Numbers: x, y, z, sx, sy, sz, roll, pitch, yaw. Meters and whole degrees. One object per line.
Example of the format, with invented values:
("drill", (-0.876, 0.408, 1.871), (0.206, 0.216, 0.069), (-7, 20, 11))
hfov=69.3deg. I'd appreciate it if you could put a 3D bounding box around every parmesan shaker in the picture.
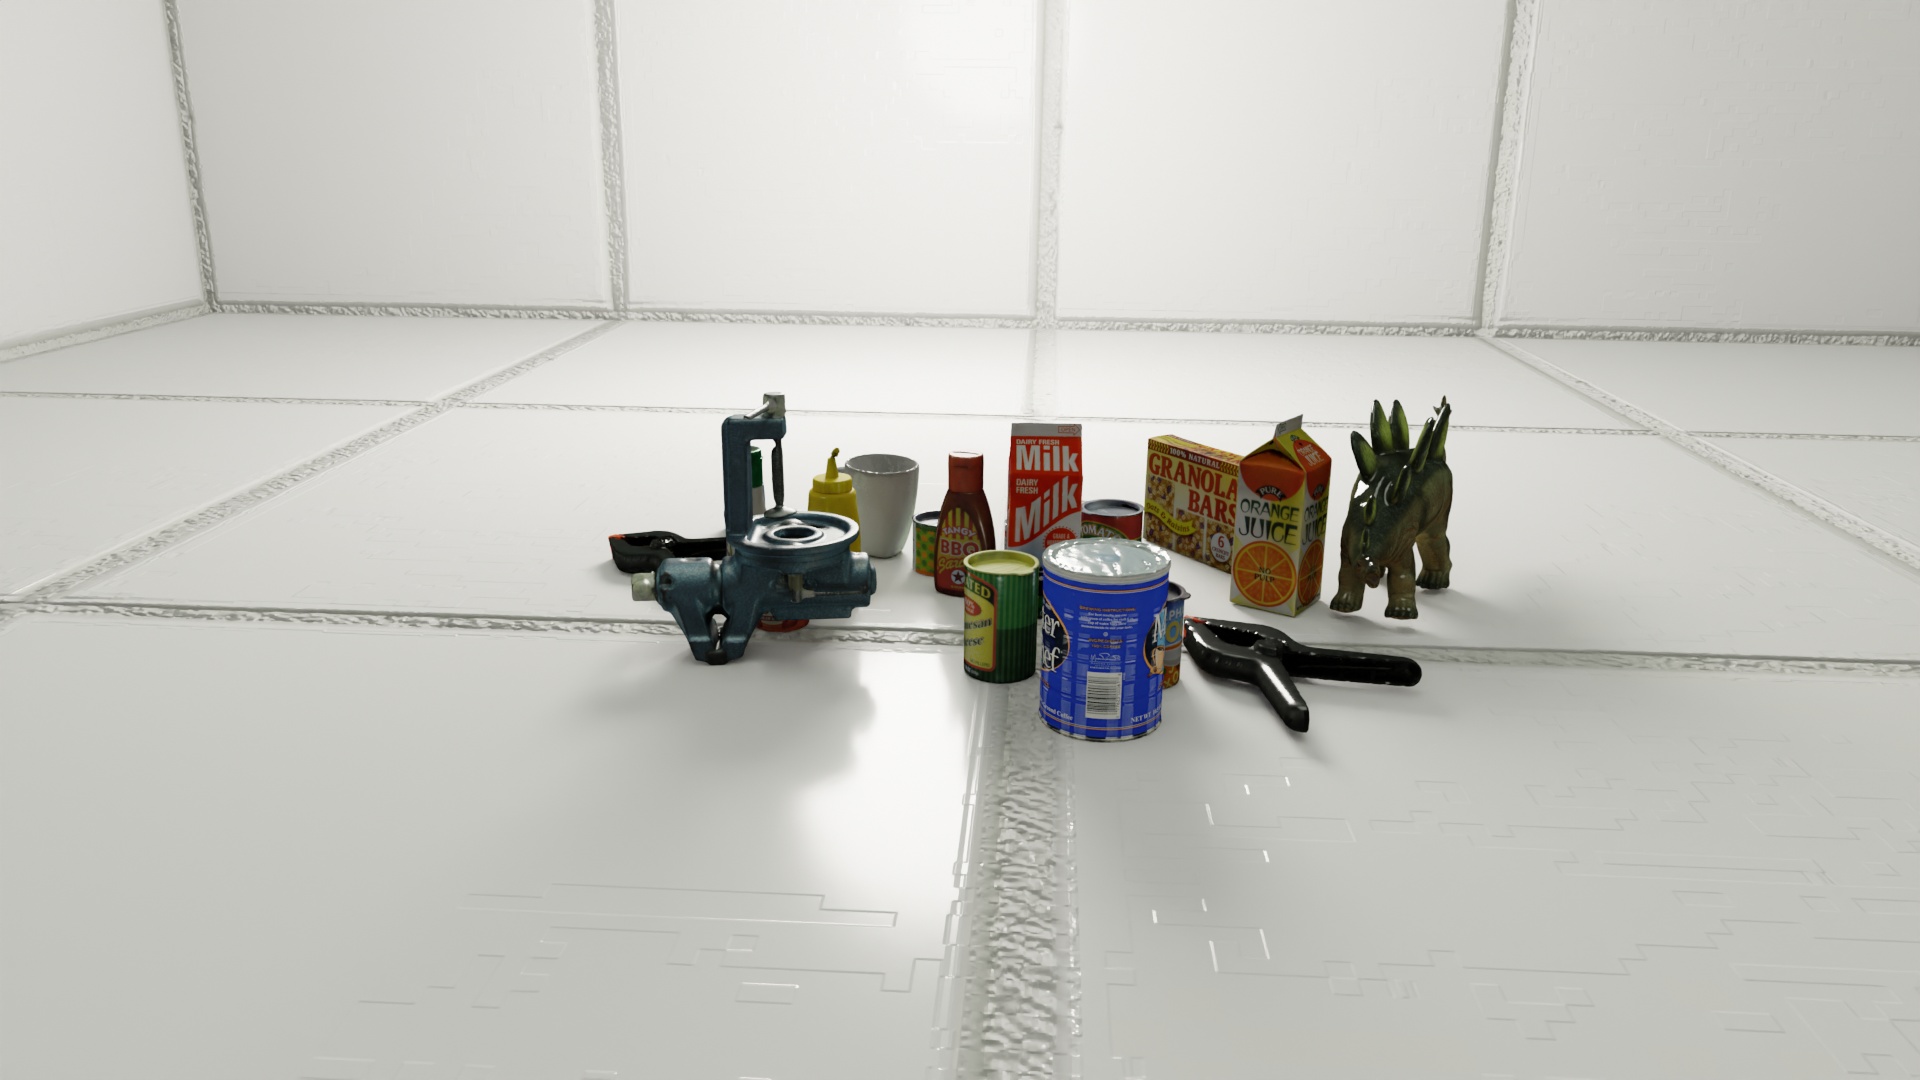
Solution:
("parmesan shaker", (0.037, 0.068, 1.224), (0.071, 0.102, 0.071), (1, 17, 0))

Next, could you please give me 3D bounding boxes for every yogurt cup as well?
("yogurt cup", (-0.174, 0.054, 1.342), (0.072, 0.053, 0.072), (1, 17, 0))

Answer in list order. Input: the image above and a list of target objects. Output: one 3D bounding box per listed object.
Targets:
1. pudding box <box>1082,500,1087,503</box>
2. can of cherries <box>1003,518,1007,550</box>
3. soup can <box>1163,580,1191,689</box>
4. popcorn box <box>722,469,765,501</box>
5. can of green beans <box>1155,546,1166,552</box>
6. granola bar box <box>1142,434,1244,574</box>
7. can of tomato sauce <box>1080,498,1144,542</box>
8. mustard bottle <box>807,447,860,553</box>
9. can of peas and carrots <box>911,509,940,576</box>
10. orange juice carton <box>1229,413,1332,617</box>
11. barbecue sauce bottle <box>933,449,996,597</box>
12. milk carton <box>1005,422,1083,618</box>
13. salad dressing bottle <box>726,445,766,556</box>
("pudding box", (0.148, -0.019, 1.601), (0.084, 0.049, 0.030), (6, 18, 18))
("can of cherries", (0.082, 0.008, 1.496), (0.071, 0.058, 0.072), (1, 17, 0))
("soup can", (0.164, 0.082, 1.216), (0.071, 0.083, 0.071), (1, 17, 0))
("popcorn box", (-0.248, -0.039, 1.592), (0.038, 0.085, 0.127), (-4, 17, -13))
("can of green beans", (0.171, 0.039, 1.398), (0.071, 0.057, 0.071), (1, 17, 0))
("granola bar box", (0.273, -0.042, 1.553), (0.039, 0.123, 0.166), (-9, 20, -30))
("can of tomato sauce", (0.158, 0.004, 1.468), (0.071, 0.082, 0.071), (1, 17, 0))
("mustard bottle", (-0.129, -0.016, 1.393), (0.049, 0.159, 0.065), (-8, 19, -26))
("can of peas and carrots", (-0.017, 0.003, 1.508), (0.071, 0.058, 0.071), (1, 17, 0))
("orange juice carton", (0.324, -0.029, 1.396), (0.073, 0.192, 0.072), (12, 20, 34))
("barbecue sauce bottle", (0.005, -0.018, 1.424), (0.065, 0.148, 0.044), (7, 18, 20))
("milk carton", (0.082, -0.023, 1.373), (0.072, 0.189, 0.074), (1, 17, 0))
("salad dressing bottle", (-0.221, -0.023, 1.434), (0.044, 0.147, 0.064), (0, 17, -3))
